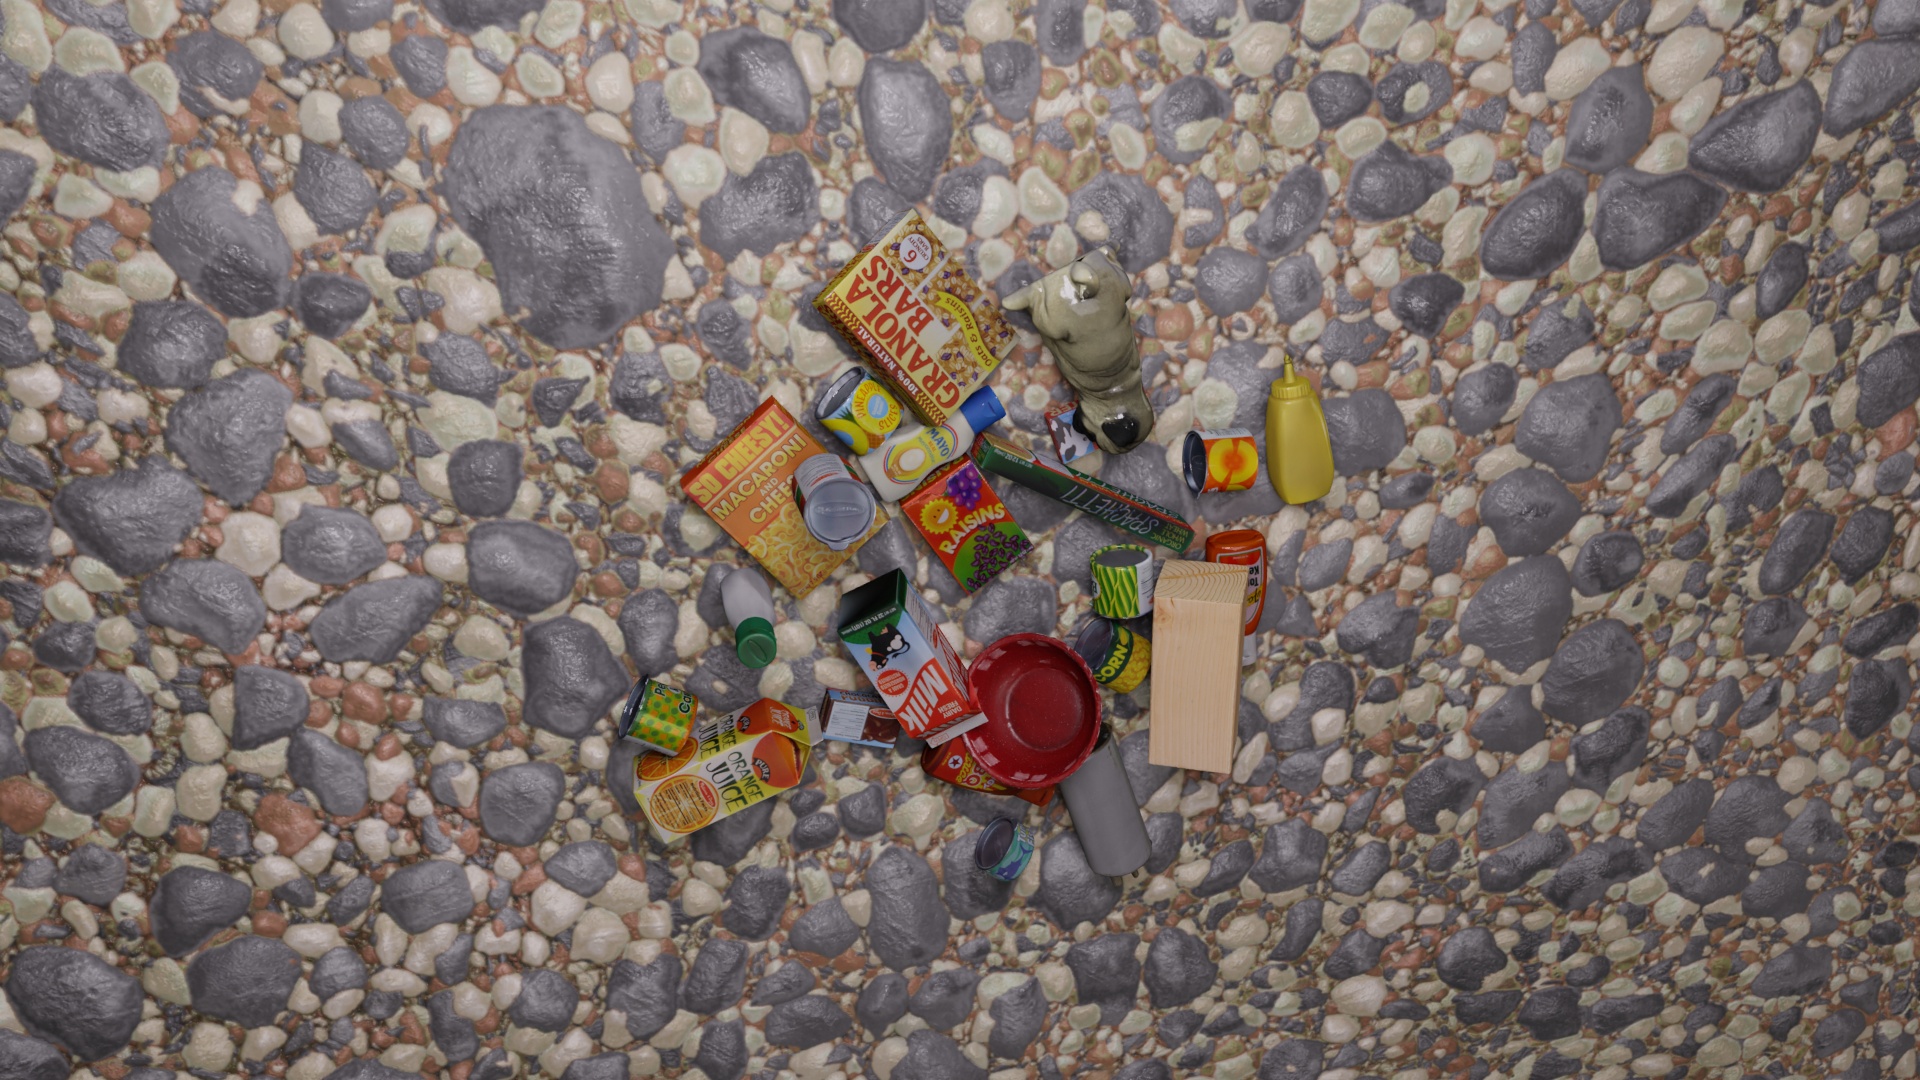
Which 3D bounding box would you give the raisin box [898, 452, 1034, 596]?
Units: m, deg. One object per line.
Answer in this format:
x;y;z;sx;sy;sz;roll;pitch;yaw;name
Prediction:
0.005;-0.018;1.406;0.086;0.040;0.123;-35;114;3;raisin box

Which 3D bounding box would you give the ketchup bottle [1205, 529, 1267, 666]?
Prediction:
0.301;0.063;1.506;0.065;0.044;0.148;-9;113;-3;ketchup bottle

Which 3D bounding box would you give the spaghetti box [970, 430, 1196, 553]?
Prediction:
0.128;-0.049;1.417;0.250;0.050;0.028;22;106;-20;spaghetti box

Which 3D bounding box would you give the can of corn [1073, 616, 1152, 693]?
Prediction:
0.163;0.124;1.481;0.058;0.071;0.071;29;102;-23;can of corn

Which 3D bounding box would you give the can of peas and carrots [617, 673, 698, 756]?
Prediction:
-0.302;0.174;1.391;0.059;0.071;0.070;24;104;-21;can of peas and carrots

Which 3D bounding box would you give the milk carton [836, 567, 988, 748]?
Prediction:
-0.047;0.131;1.424;0.072;0.074;0.190;-27;114;13;milk carton

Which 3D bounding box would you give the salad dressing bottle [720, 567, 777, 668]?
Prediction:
-0.201;0.074;1.331;0.044;0.148;0.064;-33;114;1;salad dressing bottle

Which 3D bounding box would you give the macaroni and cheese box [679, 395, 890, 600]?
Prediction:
-0.170;-0.040;1.354;0.123;0.040;0.166;-43;115;4;macaroni and cheese box

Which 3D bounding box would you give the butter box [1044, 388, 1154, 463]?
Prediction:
0.141;-0.122;1.406;0.103;0.024;0.053;-23;115;-4;butter box

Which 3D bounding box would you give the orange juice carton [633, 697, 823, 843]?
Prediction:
-0.232;0.227;1.425;0.193;0.072;0.072;-24;115;-3;orange juice carton

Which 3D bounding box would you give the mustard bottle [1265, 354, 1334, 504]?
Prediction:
0.349;-0.119;1.444;0.065;0.049;0.159;-15;113;-8;mustard bottle

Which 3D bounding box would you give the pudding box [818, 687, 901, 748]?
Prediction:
-0.105;0.188;1.463;0.084;0.030;0.049;11;107;-17;pudding box

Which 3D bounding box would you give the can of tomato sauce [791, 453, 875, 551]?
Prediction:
-0.120;-0.038;1.298;0.071;0.083;0.071;-5;111;-14;can of tomato sauce

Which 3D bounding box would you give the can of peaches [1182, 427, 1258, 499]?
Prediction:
0.267;-0.080;1.430;0.058;0.071;0.071;-5;112;-12;can of peaches

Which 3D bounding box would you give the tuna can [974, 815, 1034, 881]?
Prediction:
0.051;0.340;1.540;0.033;0.071;0.071;35;100;-24;tuna can

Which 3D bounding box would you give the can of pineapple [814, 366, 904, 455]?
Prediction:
-0.095;-0.123;1.324;0.071;0.071;0.058;-46;115;7;can of pineapple

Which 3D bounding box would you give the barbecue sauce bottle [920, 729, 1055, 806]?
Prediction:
0.033;0.248;1.513;0.148;0.044;0.064;26;102;-22;barbecue sauce bottle

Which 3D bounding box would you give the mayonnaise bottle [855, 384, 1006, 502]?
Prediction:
-0.026;-0.100;1.364;0.148;0.041;0.064;-32;110;0;mayonnaise bottle

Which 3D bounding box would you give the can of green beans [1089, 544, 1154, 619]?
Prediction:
0.170;0.042;1.454;0.071;0.071;0.057;-10;112;-9;can of green beans

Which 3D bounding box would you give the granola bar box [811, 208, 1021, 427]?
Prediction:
-0.040;-0.207;1.303;0.124;0.039;0.165;-49;115;-13;granola bar box
